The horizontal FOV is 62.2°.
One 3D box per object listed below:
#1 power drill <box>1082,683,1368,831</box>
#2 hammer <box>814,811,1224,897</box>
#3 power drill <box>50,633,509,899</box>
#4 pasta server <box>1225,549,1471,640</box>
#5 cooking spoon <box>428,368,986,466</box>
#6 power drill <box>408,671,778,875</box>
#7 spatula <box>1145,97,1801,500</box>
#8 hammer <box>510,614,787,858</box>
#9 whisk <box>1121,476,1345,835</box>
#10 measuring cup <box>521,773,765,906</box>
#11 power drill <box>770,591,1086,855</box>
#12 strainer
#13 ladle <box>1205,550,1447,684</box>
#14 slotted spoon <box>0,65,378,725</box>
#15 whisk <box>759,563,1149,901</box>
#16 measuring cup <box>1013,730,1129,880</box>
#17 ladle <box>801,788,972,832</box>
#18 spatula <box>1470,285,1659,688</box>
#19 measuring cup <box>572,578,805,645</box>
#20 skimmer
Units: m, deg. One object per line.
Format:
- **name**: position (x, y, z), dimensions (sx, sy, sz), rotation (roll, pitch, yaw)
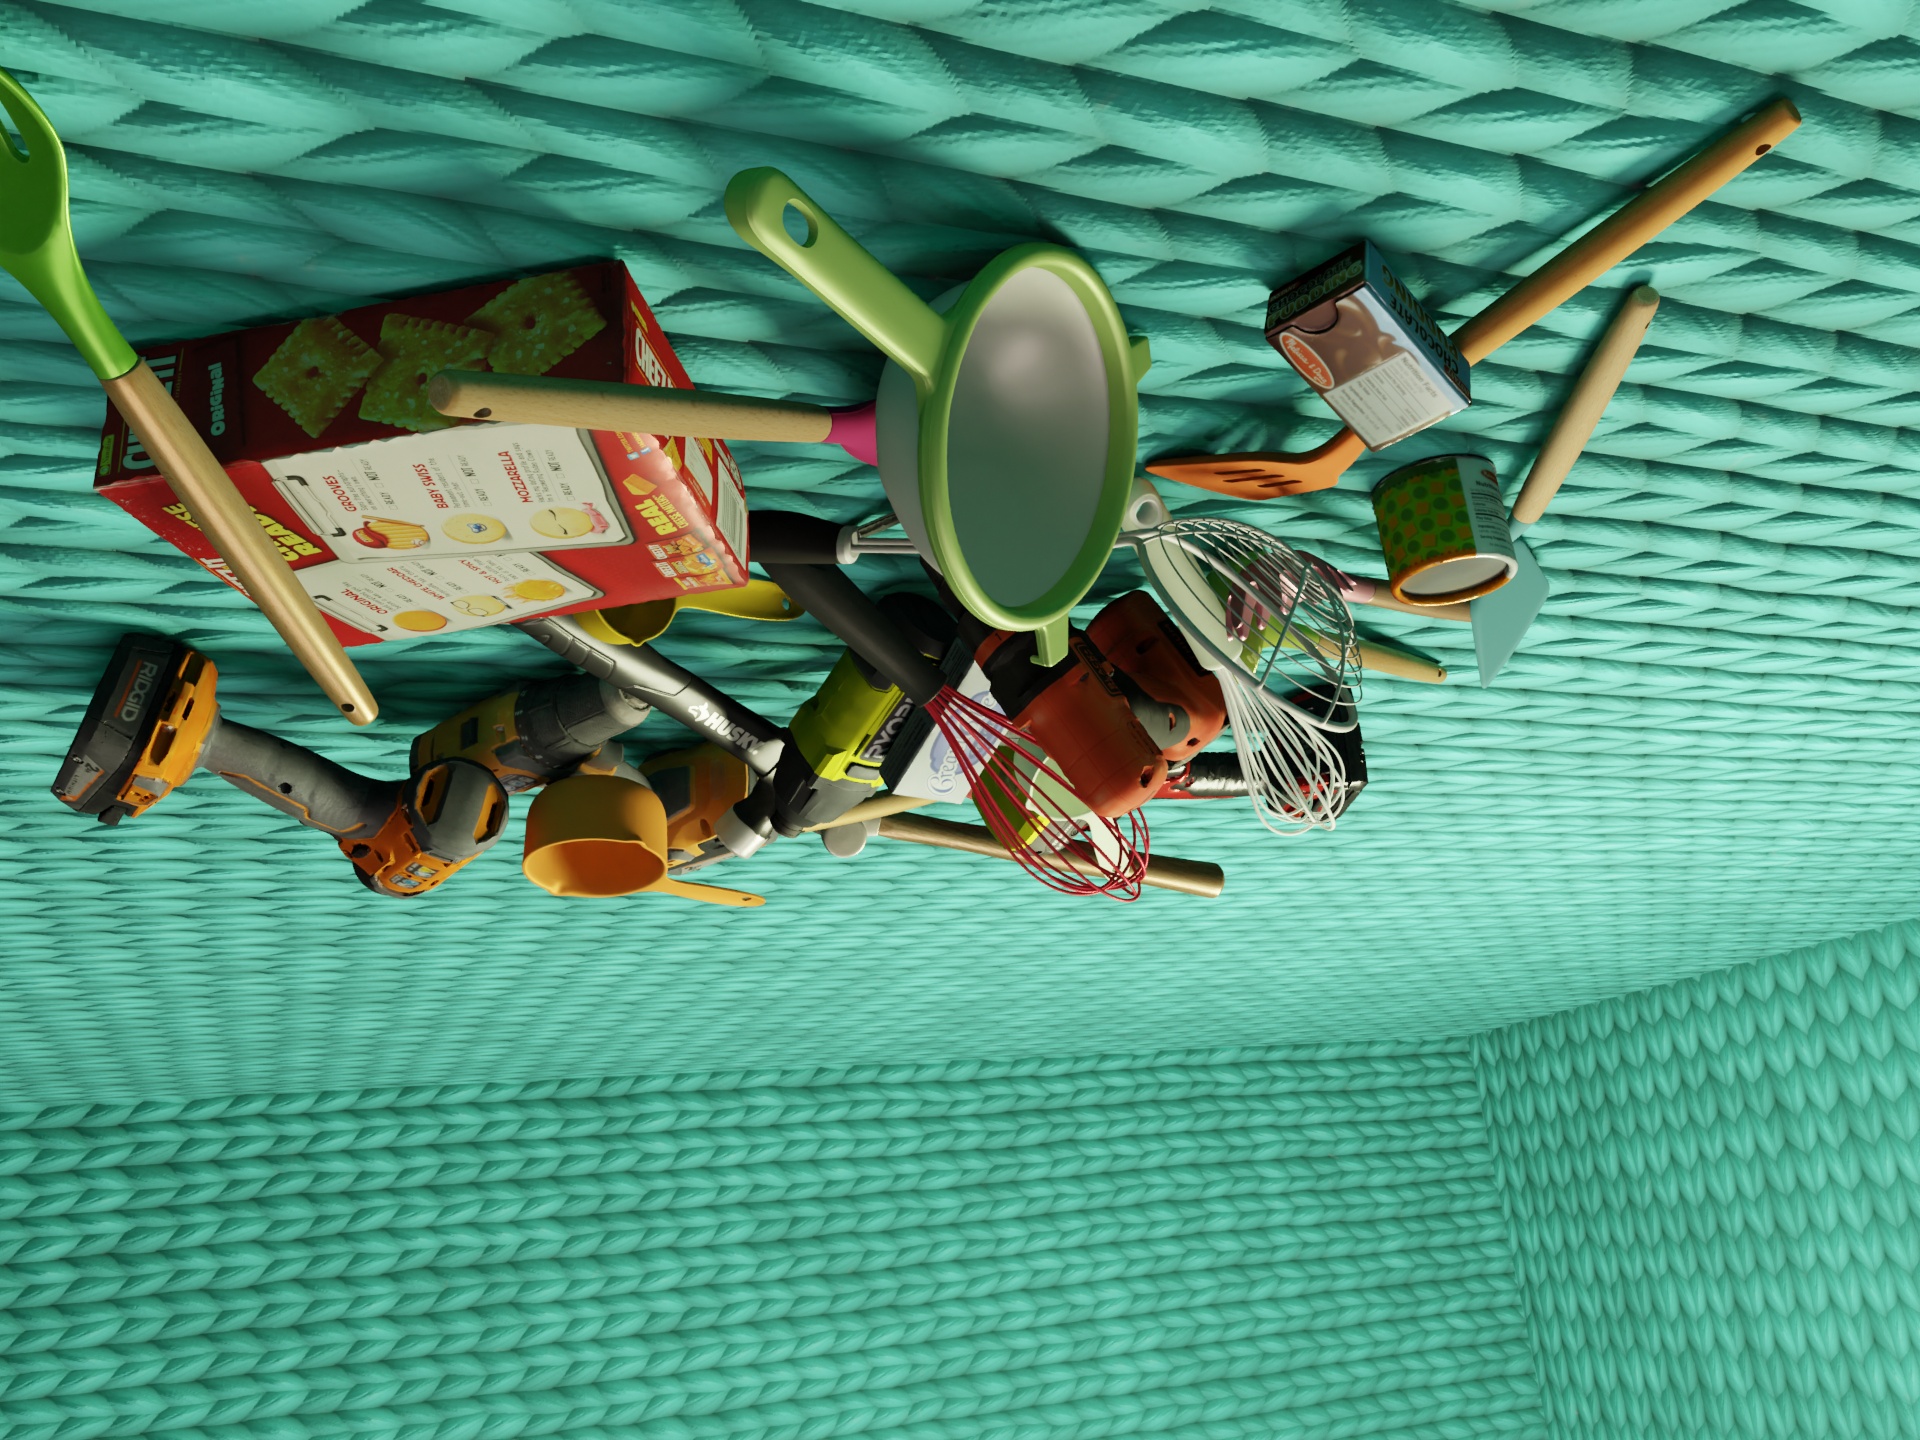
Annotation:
- **power drill**: position (0.177, 0.032, 1.168), dimensions (0.219, 0.079, 0.143), rotation (-5, 160, -2)
- **hammer**: position (0.044, 0.095, 1.201), dimensions (0.331, 0.031, 0.130), rotation (11, -171, -17)
- **power drill**: position (-0.402, 0.043, 0.943), dimensions (0.226, 0.084, 0.164), rotation (25, 148, -27)
- **pasta server**: position (0.245, -0.065, 0.909), dimensions (0.060, 0.040, 0.316), rotation (-24, 164, 38)
- **cooking spoon**: position (-0.073, -0.118, 0.626), dimensions (0.068, 0.017, 0.318), rotation (-32, 167, 33)
- **power drill**: position (-0.216, 0.029, 1.048), dimensions (0.185, 0.084, 0.226), rotation (-21, 152, 32)
- **spatula**: position (0.213, -0.167, 0.701), dimensions (0.081, 0.041, 0.322), rotation (9, 152, -34)
- **hammer**: position (-0.170, -0.028, 0.902), dimensions (0.146, 0.035, 0.334), rotation (-45, 143, 6)
- **whisk**: position (0.145, -0.030, 0.860), dimensions (0.058, 0.059, 0.246), rotation (-36, 116, -4)
- **measuring cup**: position (-0.196, 0.081, 1.016), dimensions (0.173, 0.052, 0.095), rotation (20, 142, -40)
- **power drill**: position (-0.004, 0.016, 0.999), dimensions (0.223, 0.080, 0.171), rotation (12, 124, -43)
- **strainer**: position (-0.019, -0.129, 0.599), dimensions (0.069, 0.151, 0.256), rotation (10, 169, 35)
- **ladle**: position (0.244, -0.047, 1.003), dimensions (0.062, 0.078, 0.320), rotation (8, 180, 42)
- **slotted spoon**: position (-0.286, -0.104, 0.564), dimensions (0.070, 0.031, 0.313), rotation (-9, 137, 8)
- **whisk**: position (-0.001, -0.003, 0.849), dimensions (0.295, 0.073, 0.073), rotation (43, 140, -16)
- **measuring cup**: position (0.079, 0.047, 0.997), dimensions (0.083, 0.038, 0.167), rotation (-28, 141, -5)
- **ladle**: position (-0.028, 0.053, 1.124), dimensions (0.069, 0.031, 0.315), rotation (-29, 169, 31)
- **spatula**: position (0.313, -0.118, 0.830), dimensions (0.044, 0.082, 0.317), rotation (34, 163, 16)
- **measuring cup**: position (-0.145, -0.066, 0.852), dimensions (0.029, 0.062, 0.156), rotation (-8, 174, 38)
- **skimmer**: position (0.005, -0.053, 0.753), dimensions (0.363, 0.090, 0.127), rotation (4, -162, 16)
